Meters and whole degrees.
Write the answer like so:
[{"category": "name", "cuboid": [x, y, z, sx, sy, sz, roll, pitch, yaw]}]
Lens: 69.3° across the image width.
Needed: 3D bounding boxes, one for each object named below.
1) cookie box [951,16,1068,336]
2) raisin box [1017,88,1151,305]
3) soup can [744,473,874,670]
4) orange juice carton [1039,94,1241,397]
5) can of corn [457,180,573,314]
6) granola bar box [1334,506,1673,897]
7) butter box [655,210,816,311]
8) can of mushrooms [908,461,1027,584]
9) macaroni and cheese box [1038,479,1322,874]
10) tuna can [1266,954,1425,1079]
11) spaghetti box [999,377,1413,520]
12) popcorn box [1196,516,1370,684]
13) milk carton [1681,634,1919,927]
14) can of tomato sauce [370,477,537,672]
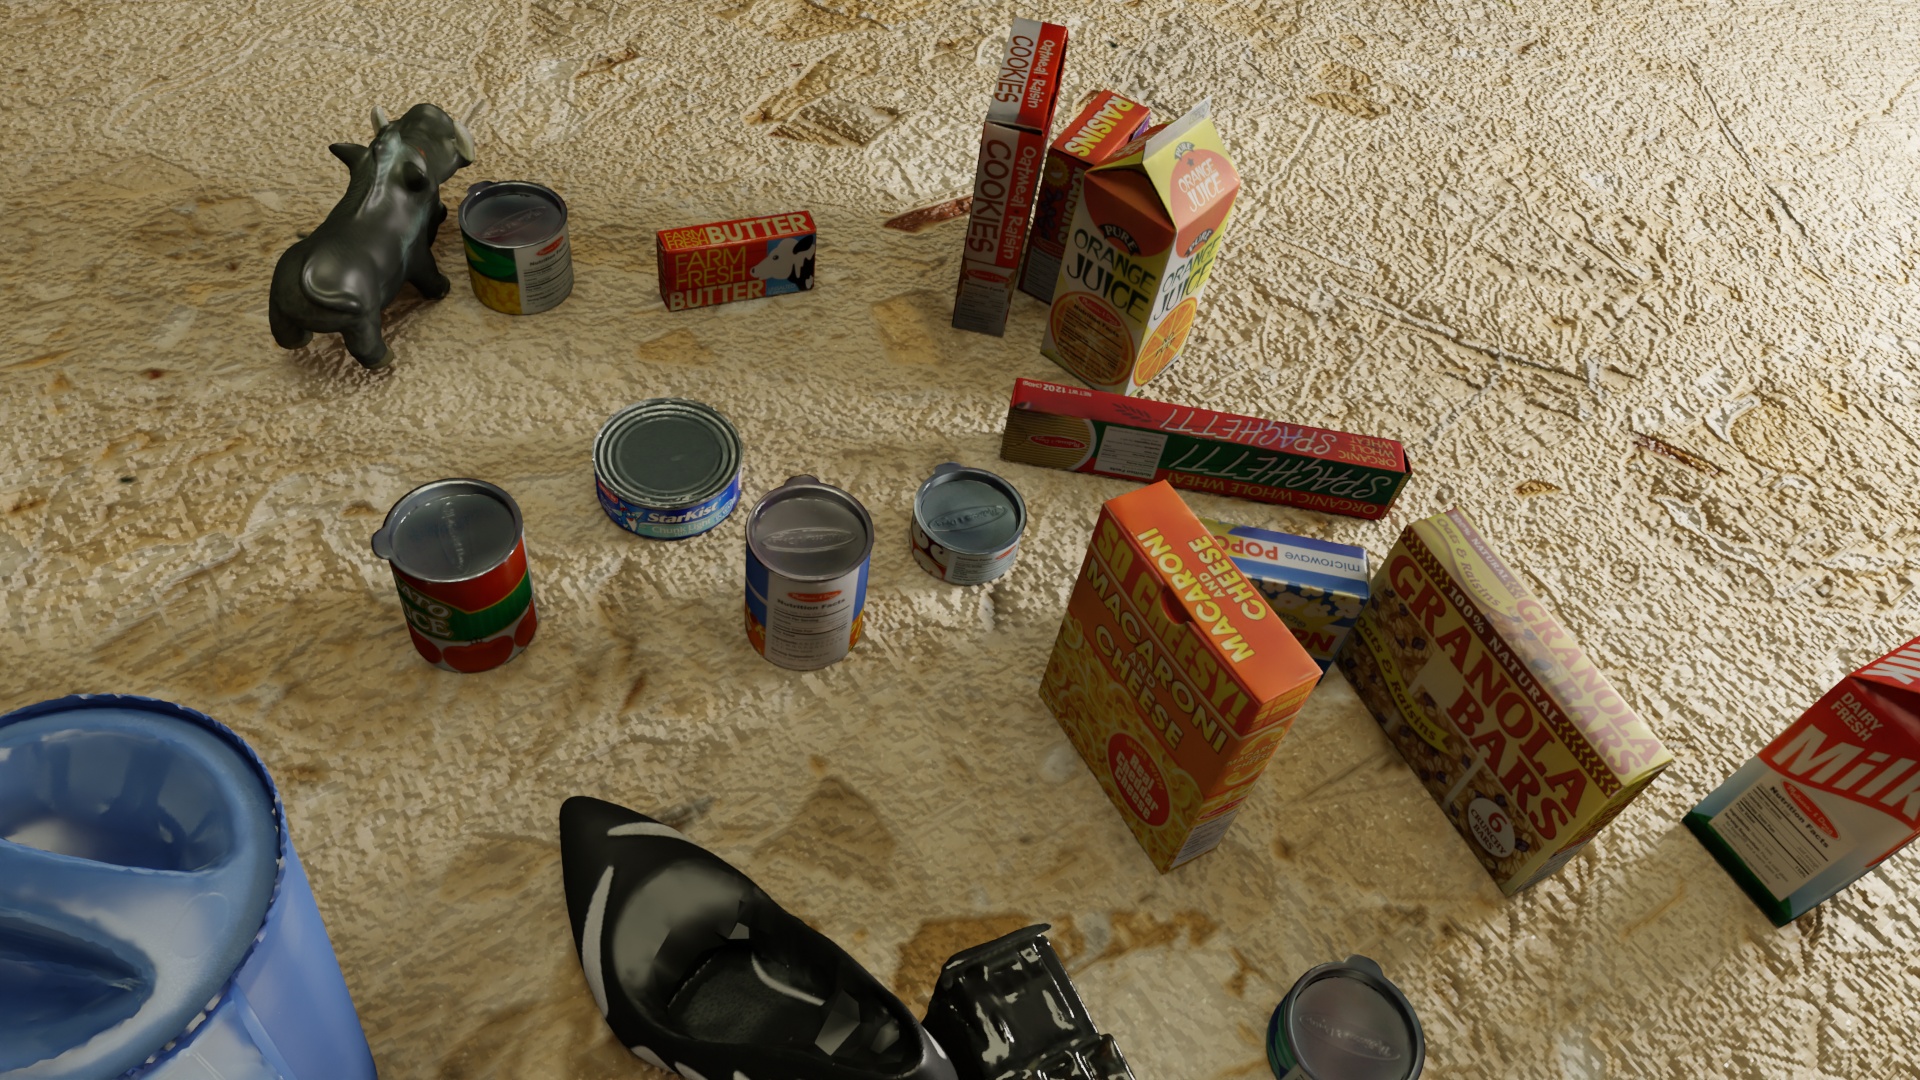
[{"category": "cookie box", "cuboid": [0.032, -0.238, 0.918, 0.040, 0.166, 0.123, 12, 51, 0]}, {"category": "raisin box", "cuboid": [0.084, -0.232, 0.951, 0.040, 0.122, 0.086, 28, 52, 13]}, {"category": "soup can", "cuboid": [-0.083, 0.018, 0.745, 0.071, 0.083, 0.072, 5, 51, -6]}, {"category": "orange juice carton", "cuboid": [0.114, -0.185, 0.873, 0.073, 0.191, 0.072, 37, 55, 19]}, {"category": "can of corn", "cuboid": [-0.286, -0.190, 0.895, 0.071, 0.058, 0.071, 5, 51, -6]}, {"category": "granola bar box", "cuboid": [0.274, 0.084, 0.727, 0.039, 0.123, 0.166, -16, 56, -21]}, {"category": "butter box", "cuboid": [-0.147, -0.185, 0.918, 0.104, 0.052, 0.024, -12, 55, -19]}, {"category": "can of mushrooms", "cuboid": [0.003, -0.010, 0.815, 0.071, 0.033, 0.071, 5, 51, -6]}, {"category": "macaroni and cheese box", "cuboid": [0.099, 0.071, 0.680, 0.040, 0.165, 0.124, -20, 58, -24]}, {"category": "tuna can", "cuboid": [0.179, 0.232, 0.649, 0.071, 0.032, 0.071, 5, 51, -6]}, {"category": "spaghetti box", "cuboid": [0.151, -0.056, 0.867, 0.250, 0.049, 0.029, 9, 51, -2]}, {"category": "popcorn box", "cuboid": [0.153, 0.032, 0.773, 0.127, 0.084, 0.038, 11, 51, -1]}, {"category": "milk carton", "cuboid": [0.459, 0.111, 0.694, 0.072, 0.189, 0.074, -19, 57, -23]}, {"category": "can of tomato sauce", "cuboid": [-0.257, 0.020, 0.714, 0.071, 0.082, 0.071, 5, 51, -6]}]
